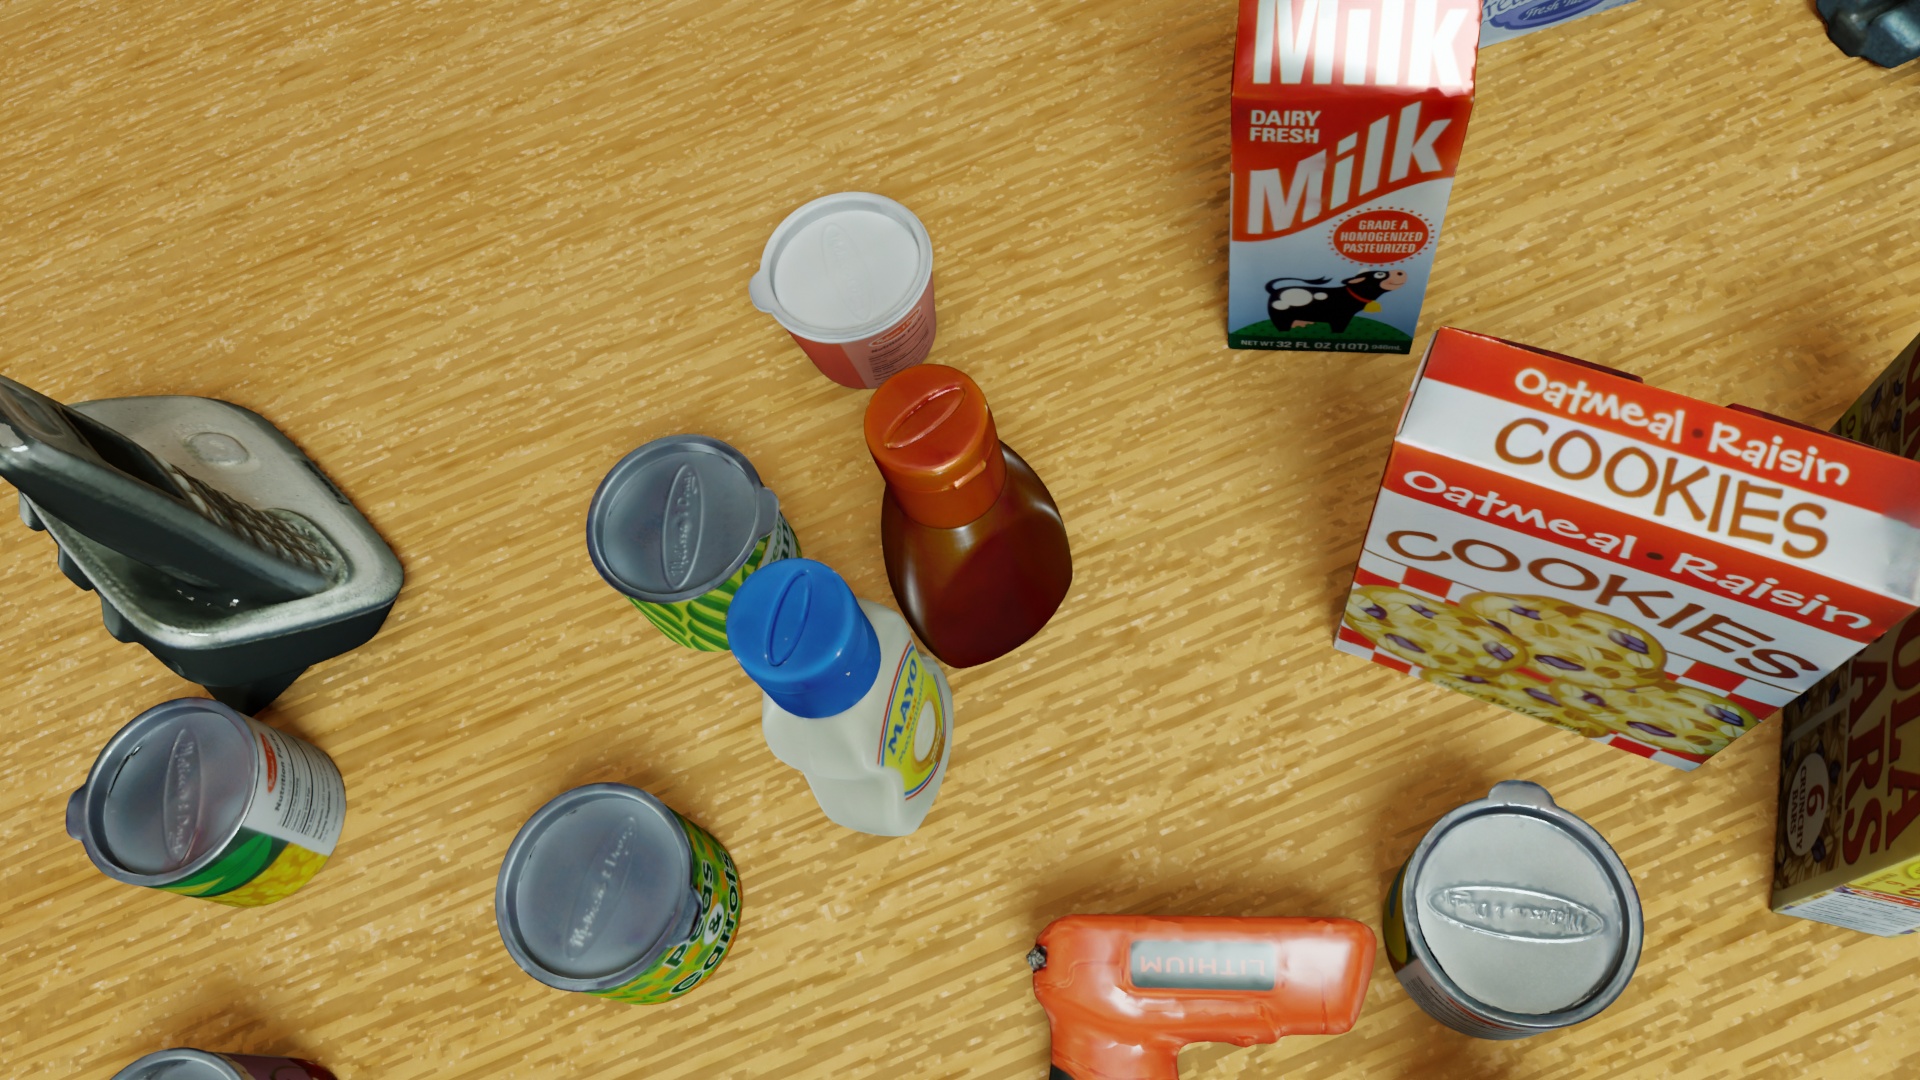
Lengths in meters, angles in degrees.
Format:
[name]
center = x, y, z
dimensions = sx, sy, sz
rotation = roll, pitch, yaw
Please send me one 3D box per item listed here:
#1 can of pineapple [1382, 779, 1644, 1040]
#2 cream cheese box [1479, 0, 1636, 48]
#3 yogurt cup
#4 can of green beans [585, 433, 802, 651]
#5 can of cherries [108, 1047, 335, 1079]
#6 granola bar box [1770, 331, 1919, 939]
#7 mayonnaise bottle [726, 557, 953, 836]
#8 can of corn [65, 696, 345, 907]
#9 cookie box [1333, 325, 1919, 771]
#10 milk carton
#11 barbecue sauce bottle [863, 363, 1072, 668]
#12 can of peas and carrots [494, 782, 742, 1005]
[can of pineapple]
center = 0.167, 0.116, 0.426
dimensions = 0.071, 0.057, 0.071
rotation = -3, 66, 8
[cream cheese box]
center = 0.243, -0.237, 0.571
dimensions = 0.104, 0.053, 0.024
rotation = -16, 65, 2
[yogurt cup]
center = -0.041, -0.096, 0.555
dimensions = 0.072, 0.053, 0.072
rotation = -3, 66, 8
[can of green beans]
center = -0.097, 0.002, 0.519
dimensions = 0.071, 0.057, 0.071
rotation = -3, 66, 8
[can of cherries]
center = -0.243, 0.205, 0.454
dimensions = 0.071, 0.058, 0.072
rotation = -3, 66, 8
[granola bar box]
center = 0.288, 0.025, 0.410
dimensions = 0.039, 0.123, 0.166
rotation = 12, 69, 14
[mayonnaise bottle]
center = -0.035, 0.050, 0.439
dimensions = 0.041, 0.147, 0.065
rotation = 10, 69, 13
[can of corn]
center = -0.272, 0.097, 0.506
dimensions = 0.071, 0.058, 0.071
rotation = -3, 66, 8
[cookie box]
center = 0.183, 0.010, 0.410
dimensions = 0.123, 0.167, 0.040
rotation = 20, 72, 17
[milk carton]
center = 0.129, -0.143, 0.473
dimensions = 0.072, 0.190, 0.074
rotation = 4, 68, 11
[barbecue sauce bottle]
center = 0.002, -0.006, 0.457
dimensions = 0.065, 0.148, 0.044
rotation = -38, 66, -7
[can of peas and carrots]
center = -0.111, 0.121, 0.469
dimensions = 0.071, 0.058, 0.071
rotation = -3, 66, 8
